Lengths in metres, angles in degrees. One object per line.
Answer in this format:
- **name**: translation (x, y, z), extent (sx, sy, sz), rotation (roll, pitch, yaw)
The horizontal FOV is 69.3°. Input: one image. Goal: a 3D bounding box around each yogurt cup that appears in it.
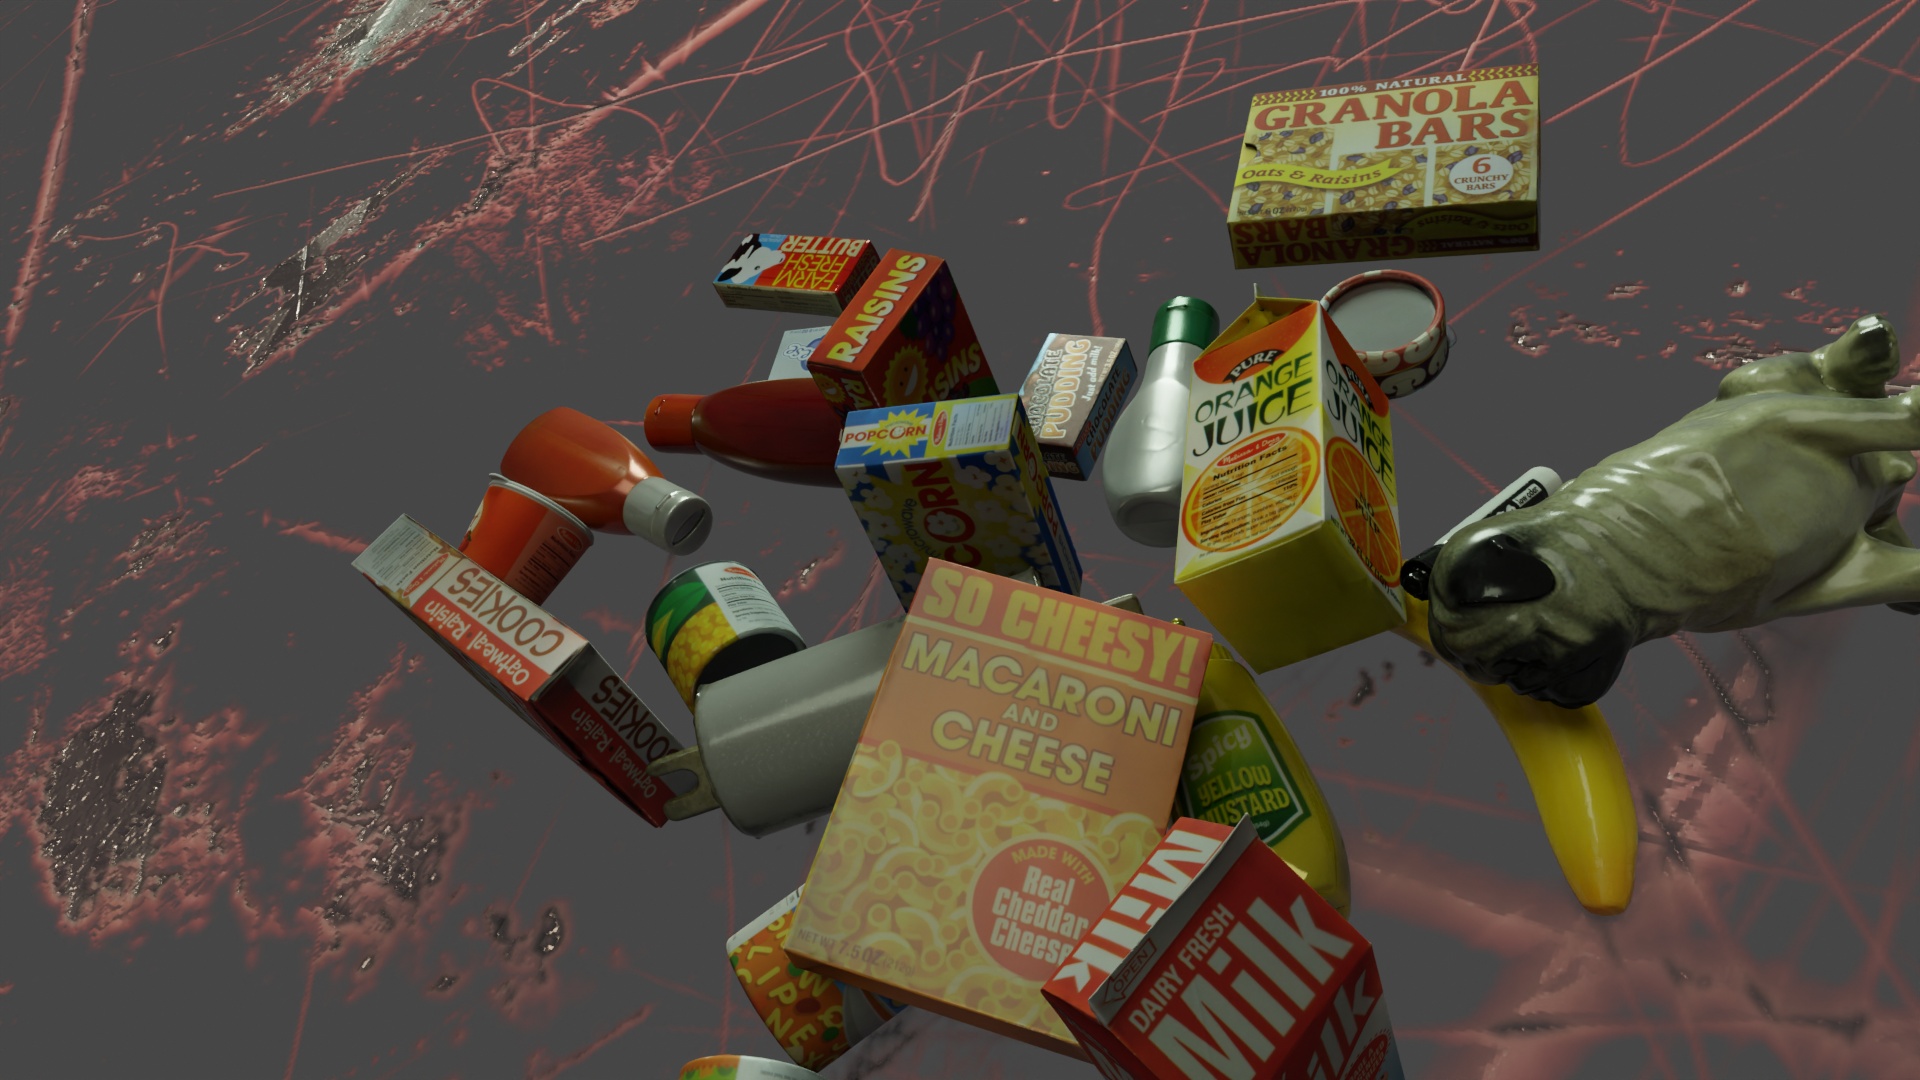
- **yogurt cup**: translation (-0.255, 0.004, 0.802), extent (0.072, 0.072, 0.054), rotation (15, 67, 32)

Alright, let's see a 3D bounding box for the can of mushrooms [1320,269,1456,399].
- **can of mushrooms**: translation (0.221, -0.108, 0.723), extent (0.071, 0.033, 0.071), rotation (-12, 48, 13)

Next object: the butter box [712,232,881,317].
- **butter box**: translation (-0.108, -0.177, 0.922), extent (0.103, 0.024, 0.053), rotation (10, 57, 29)

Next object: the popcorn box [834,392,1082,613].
- **popcorn box**: translation (0.002, -0.008, 0.663), extent (0.085, 0.126, 0.038), rotation (-4, 46, 19)

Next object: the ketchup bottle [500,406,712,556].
- **ketchup bottle**: translation (-0.209, -0.032, 0.827), extent (0.149, 0.043, 0.065), rotation (24, 65, 36)

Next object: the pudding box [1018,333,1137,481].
- **pudding box**: translation (0.059, -0.074, 0.762), extent (0.049, 0.030, 0.084), rotation (9, 56, 30)

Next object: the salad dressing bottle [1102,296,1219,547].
- **salad dressing bottle**: translation (0.112, -0.066, 0.725), extent (0.064, 0.043, 0.148), rotation (-6, 48, 25)

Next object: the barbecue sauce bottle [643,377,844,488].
- **barbecue sauce bottle**: translation (-0.118, -0.066, 0.819), extent (0.148, 0.043, 0.065), rotation (5, 61, 27)

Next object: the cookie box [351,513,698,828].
- **cookie box**: translation (-0.215, 0.065, 0.692), extent (0.168, 0.122, 0.040), rotation (26, 66, 37)

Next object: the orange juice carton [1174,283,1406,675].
- **orange juice carton**: translation (0.153, -0.041, 0.645), extent (0.073, 0.071, 0.194), rotation (-25, 35, 32)

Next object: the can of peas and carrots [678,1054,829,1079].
- **can of peas and carrots**: translation (-0.083, 0.238, 0.532), extent (0.071, 0.070, 0.059), rotation (-6, 49, 18)

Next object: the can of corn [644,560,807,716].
- **can of corn**: translation (-0.119, 0.055, 0.702), extent (0.071, 0.071, 0.058), rotation (-35, 48, -9)

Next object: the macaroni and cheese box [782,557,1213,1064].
- **macaroni and cheese box**: translation (0.019, 0.101, 0.542), extent (0.124, 0.040, 0.167), rotation (15, 63, 9)

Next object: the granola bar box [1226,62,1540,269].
- **granola bar box**: translation (0.245, -0.216, 0.801), extent (0.165, 0.039, 0.125), rotation (1, 52, 22)

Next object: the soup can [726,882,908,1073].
- **soup can**: translation (-0.043, 0.170, 0.573), extent (0.084, 0.071, 0.071), rotation (-35, 47, -8)

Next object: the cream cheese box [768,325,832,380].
- **cream cheese box**: translation (-0.063, -0.107, 0.844), extent (0.104, 0.024, 0.053), rotation (-3, 52, 20)

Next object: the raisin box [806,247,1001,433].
- **raisin box**: translation (-0.024, -0.079, 0.737), extent (0.040, 0.123, 0.086), rotation (16, 60, 32)

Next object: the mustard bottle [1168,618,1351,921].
- **mustard bottle**: translation (0.111, 0.092, 0.586), extent (0.065, 0.048, 0.161), rotation (-21, 47, 6)

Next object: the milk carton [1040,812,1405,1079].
- **milk carton**: translation (0.087, 0.157, 0.444), extent (0.073, 0.189, 0.072), rotation (30, 67, 38)
